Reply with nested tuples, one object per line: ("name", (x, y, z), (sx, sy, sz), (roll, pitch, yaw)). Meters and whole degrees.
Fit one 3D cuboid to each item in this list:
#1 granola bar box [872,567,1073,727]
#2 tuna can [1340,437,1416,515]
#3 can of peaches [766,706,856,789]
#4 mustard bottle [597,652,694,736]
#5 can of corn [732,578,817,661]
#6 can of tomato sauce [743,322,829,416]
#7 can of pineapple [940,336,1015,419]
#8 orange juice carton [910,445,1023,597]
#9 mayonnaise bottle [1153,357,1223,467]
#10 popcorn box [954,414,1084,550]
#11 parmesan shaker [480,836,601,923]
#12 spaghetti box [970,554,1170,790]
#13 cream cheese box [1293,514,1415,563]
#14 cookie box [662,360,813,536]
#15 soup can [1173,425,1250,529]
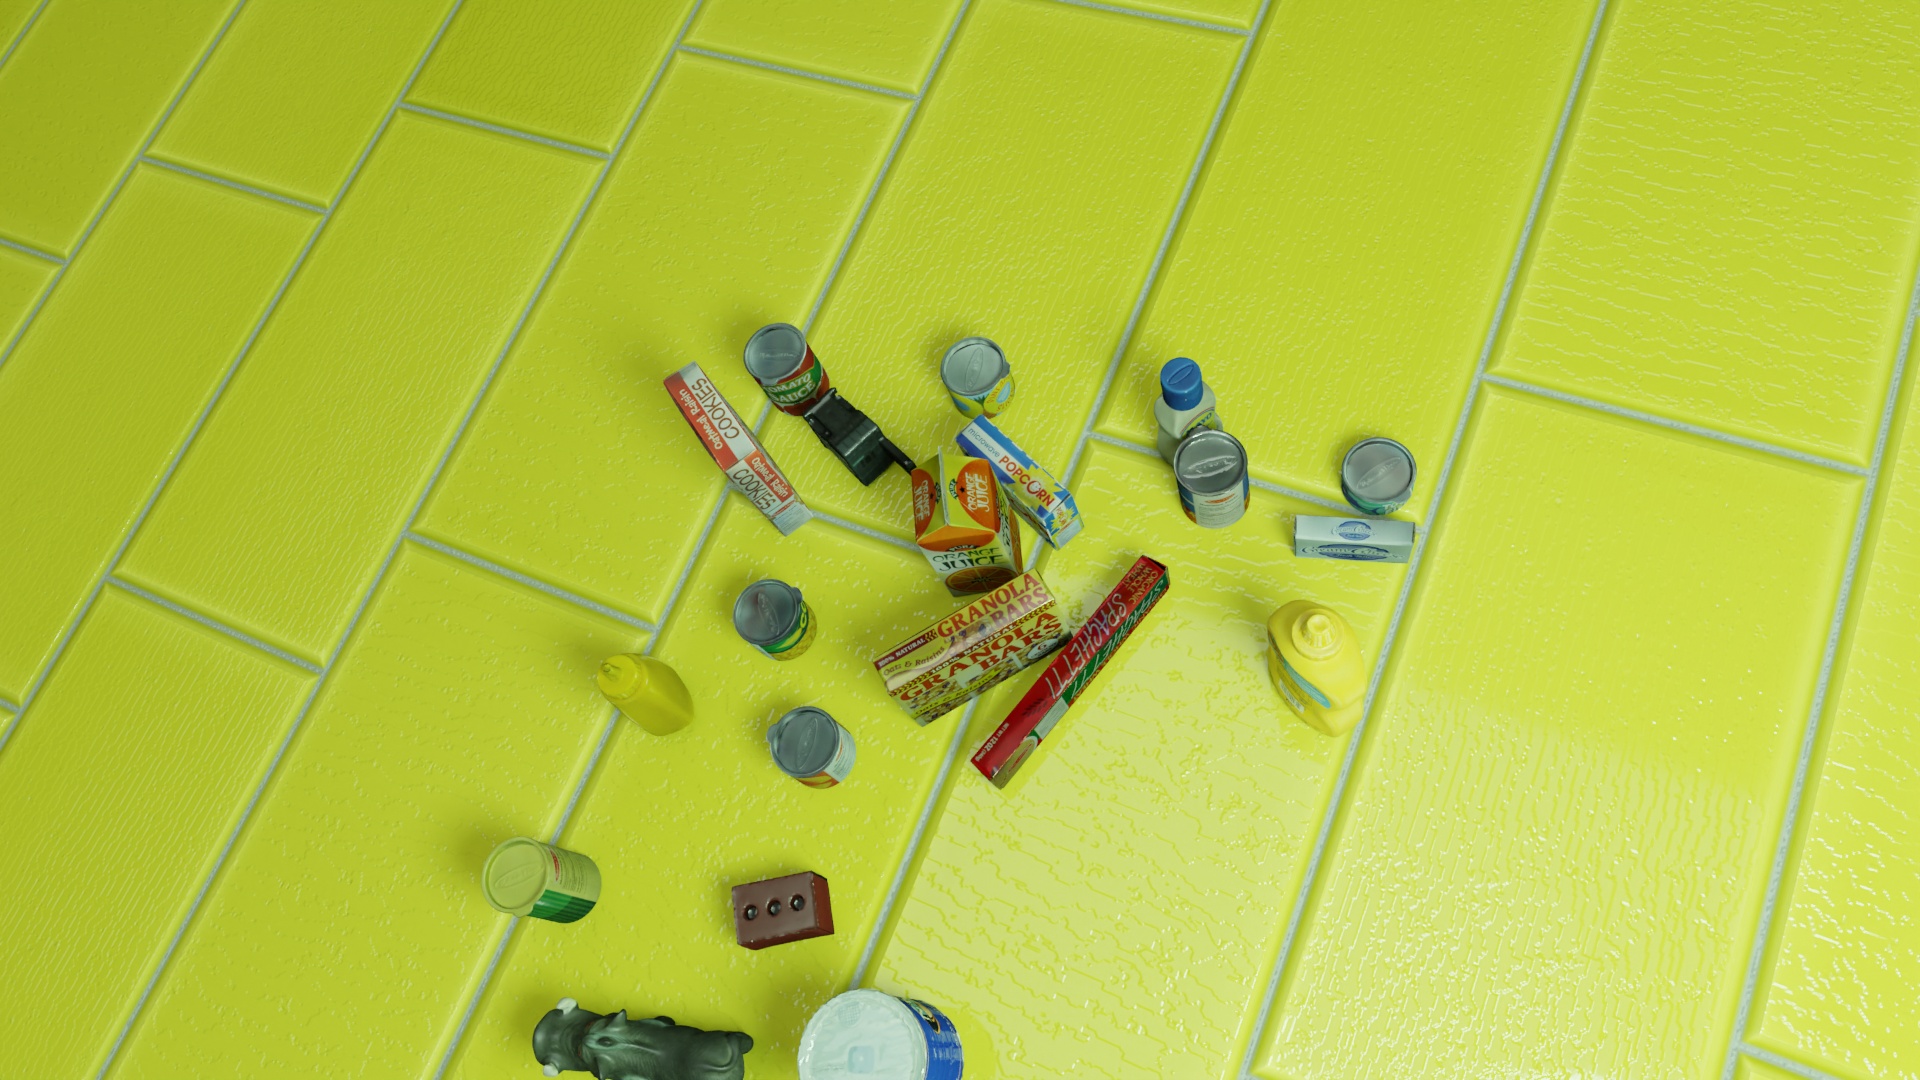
("granola bar box", (0.014, 0.097, 1.248), (0.165, 0.124, 0.039), (-30, 65, 0))
("tuna can", (0.385, -0.057, 1.274), (0.071, 0.032, 0.071), (-5, 68, 11))
("can of peaches", (-0.137, 0.191, 1.282), (0.071, 0.058, 0.071), (-5, 68, 12))
("mustard bottle", (-0.298, 0.136, 1.286), (0.049, 0.159, 0.065), (-27, 65, 2))
("can of corn", (-0.175, 0.076, 1.337), (0.071, 0.058, 0.071), (-5, 68, 12))
("can of tomato sauce", (-0.177, -0.172, 1.424), (0.071, 0.083, 0.071), (-5, 68, 12))
("can of pineapple", (0.019, -0.160, 1.387), (0.071, 0.057, 0.071), (-5, 68, 12))
("orange juice carton", (0.004, -0.016, 1.258), (0.073, 0.192, 0.072), (-9, 67, 10))
("mayonnaise bottle", (0.207, -0.118, 1.276), (0.065, 0.147, 0.041), (-38, 65, -3))
("popcorn box", (0.056, -0.055, 1.321), (0.038, 0.085, 0.127), (-44, 66, -6))
("parmesan shaker", (-0.380, 0.314, 1.265), (0.071, 0.103, 0.071), (-5, 68, 12))
("spaghetti box", (0.103, 0.118, 1.260), (0.029, 0.050, 0.250), (37, 81, 23))
("cream cheese box", (0.352, -0.001, 1.247), (0.104, 0.053, 0.024), (4, 70, 15))
("cookie box", (-0.215, -0.086, 1.352), (0.040, 0.167, 0.123), (-37, 65, -2))
("soup can", (0.232, -0.058, 1.282), (0.071, 0.083, 0.071), (-5, 68, 12))
